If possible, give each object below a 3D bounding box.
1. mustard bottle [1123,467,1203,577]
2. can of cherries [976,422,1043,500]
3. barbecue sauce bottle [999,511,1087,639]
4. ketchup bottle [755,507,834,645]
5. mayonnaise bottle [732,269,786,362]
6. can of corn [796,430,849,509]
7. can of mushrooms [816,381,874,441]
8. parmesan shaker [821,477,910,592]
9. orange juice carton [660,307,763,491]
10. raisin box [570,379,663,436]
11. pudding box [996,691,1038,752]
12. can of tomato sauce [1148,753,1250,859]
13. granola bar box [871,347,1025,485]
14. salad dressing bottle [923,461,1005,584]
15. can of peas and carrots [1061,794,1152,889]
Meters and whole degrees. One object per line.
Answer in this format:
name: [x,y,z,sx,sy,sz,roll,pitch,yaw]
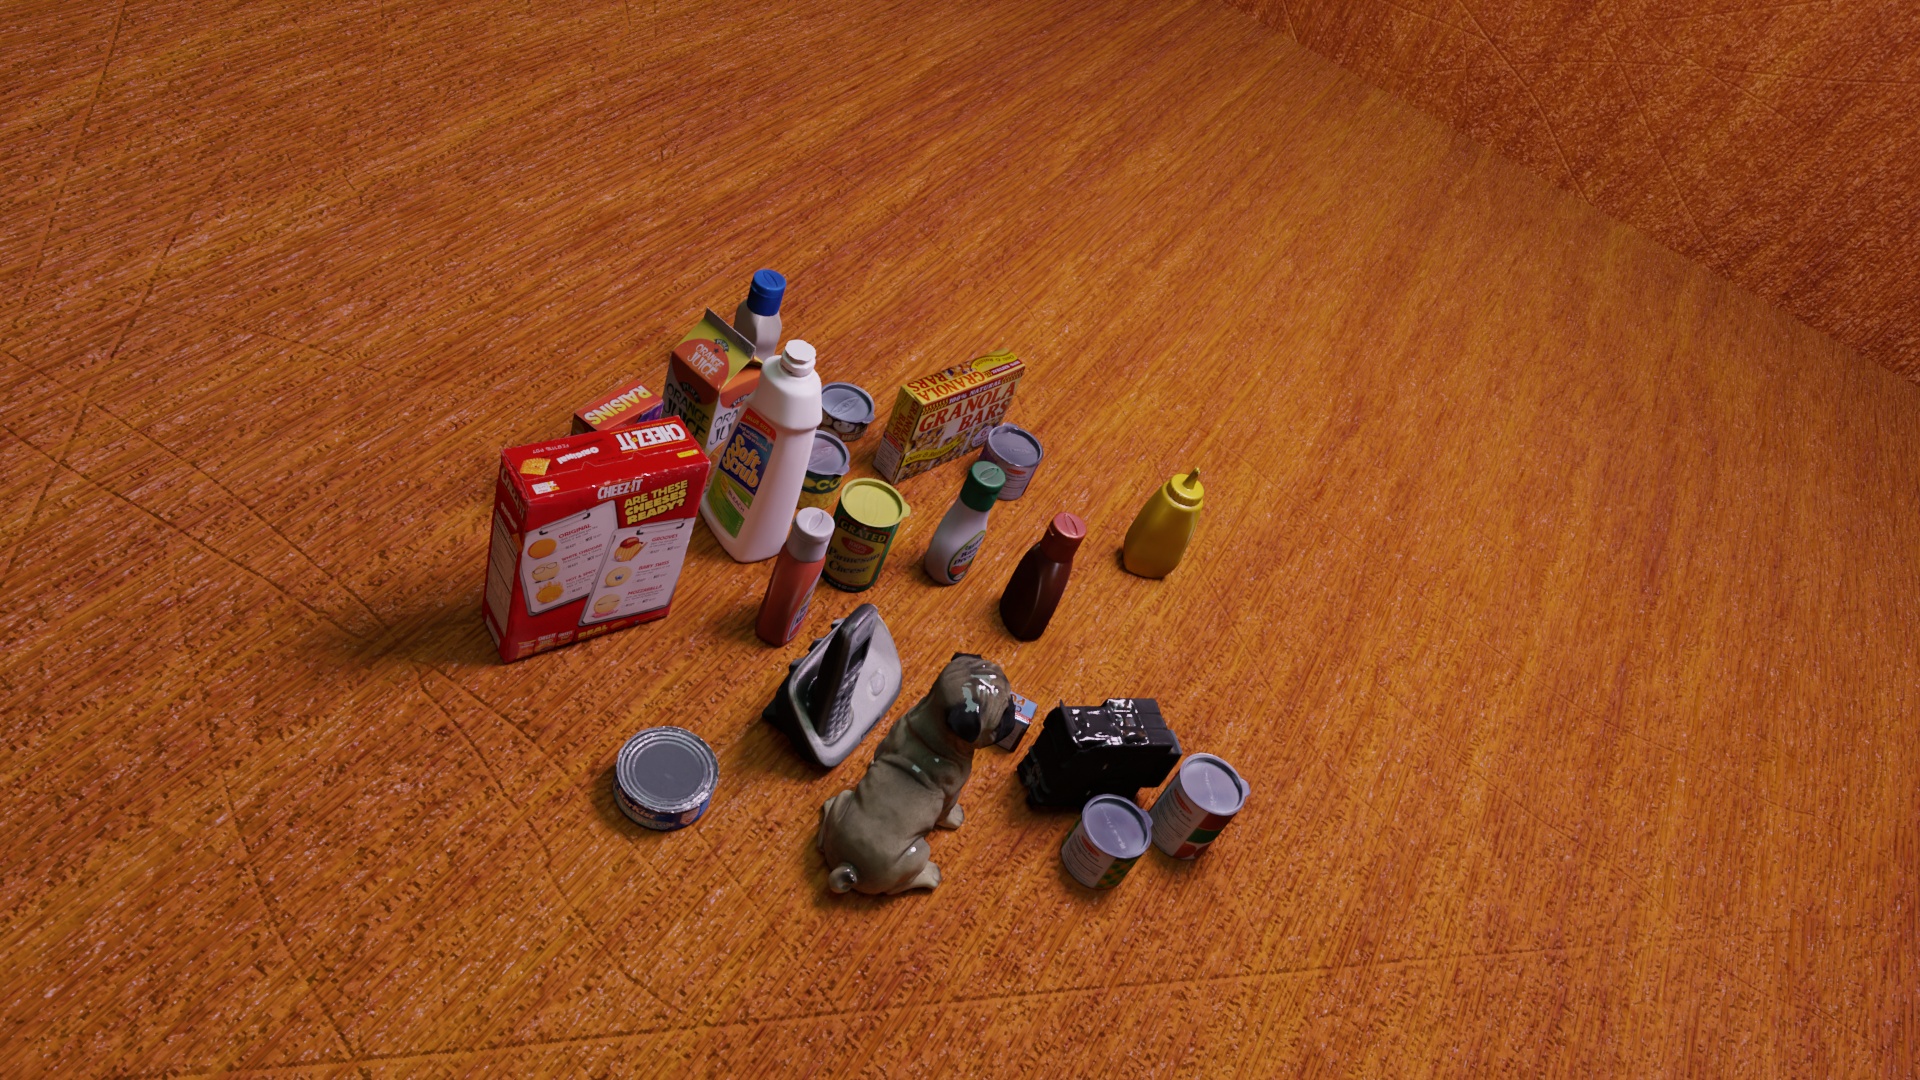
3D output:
mustard bottle: [0.231,-0.026,1.525,0.065,0.159,0.049,13,44,-13]
can of cherries: [0.054,-0.090,1.584,0.071,0.058,0.072,13,44,-12]
barbecue sauce bottle: [0.085,0.033,1.410,0.044,0.147,0.065,-1,48,-25]
ketchup bottle: [-0.154,0.031,1.305,0.043,0.148,0.065,25,43,1]
mayonnaise bottle: [-0.225,-0.230,1.532,0.041,0.147,0.065,-15,56,-35]
can of corn: [-0.155,-0.073,1.474,0.071,0.058,0.071,13,44,-12]
can of mushrooms: [-0.131,-0.144,1.573,0.071,0.033,0.071,13,44,-12]
parmesan shaker: [-0.098,-0.003,1.397,0.071,0.102,0.072,13,44,-12]
orange juice carton: [-0.250,-0.142,1.401,0.072,0.191,0.073,42,45,18]
raisin box: [-0.341,-0.087,1.357,0.040,0.122,0.086,38,44,14]
pudding box: [0.026,0.162,1.329,0.084,0.049,0.030,26,43,2]
can of tomato sauce: [0.222,0.251,1.304,0.071,0.082,0.071,13,44,-12]
granola bar box: [-0.012,-0.140,1.556,0.166,0.123,0.039,-26,62,-40]
salad dressing bottle: [0.005,-0.018,1.426,0.044,0.146,0.064,42,46,18]
can of peas and carrots: [0.133,0.273,1.261,0.071,0.058,0.071,13,44,-12]
